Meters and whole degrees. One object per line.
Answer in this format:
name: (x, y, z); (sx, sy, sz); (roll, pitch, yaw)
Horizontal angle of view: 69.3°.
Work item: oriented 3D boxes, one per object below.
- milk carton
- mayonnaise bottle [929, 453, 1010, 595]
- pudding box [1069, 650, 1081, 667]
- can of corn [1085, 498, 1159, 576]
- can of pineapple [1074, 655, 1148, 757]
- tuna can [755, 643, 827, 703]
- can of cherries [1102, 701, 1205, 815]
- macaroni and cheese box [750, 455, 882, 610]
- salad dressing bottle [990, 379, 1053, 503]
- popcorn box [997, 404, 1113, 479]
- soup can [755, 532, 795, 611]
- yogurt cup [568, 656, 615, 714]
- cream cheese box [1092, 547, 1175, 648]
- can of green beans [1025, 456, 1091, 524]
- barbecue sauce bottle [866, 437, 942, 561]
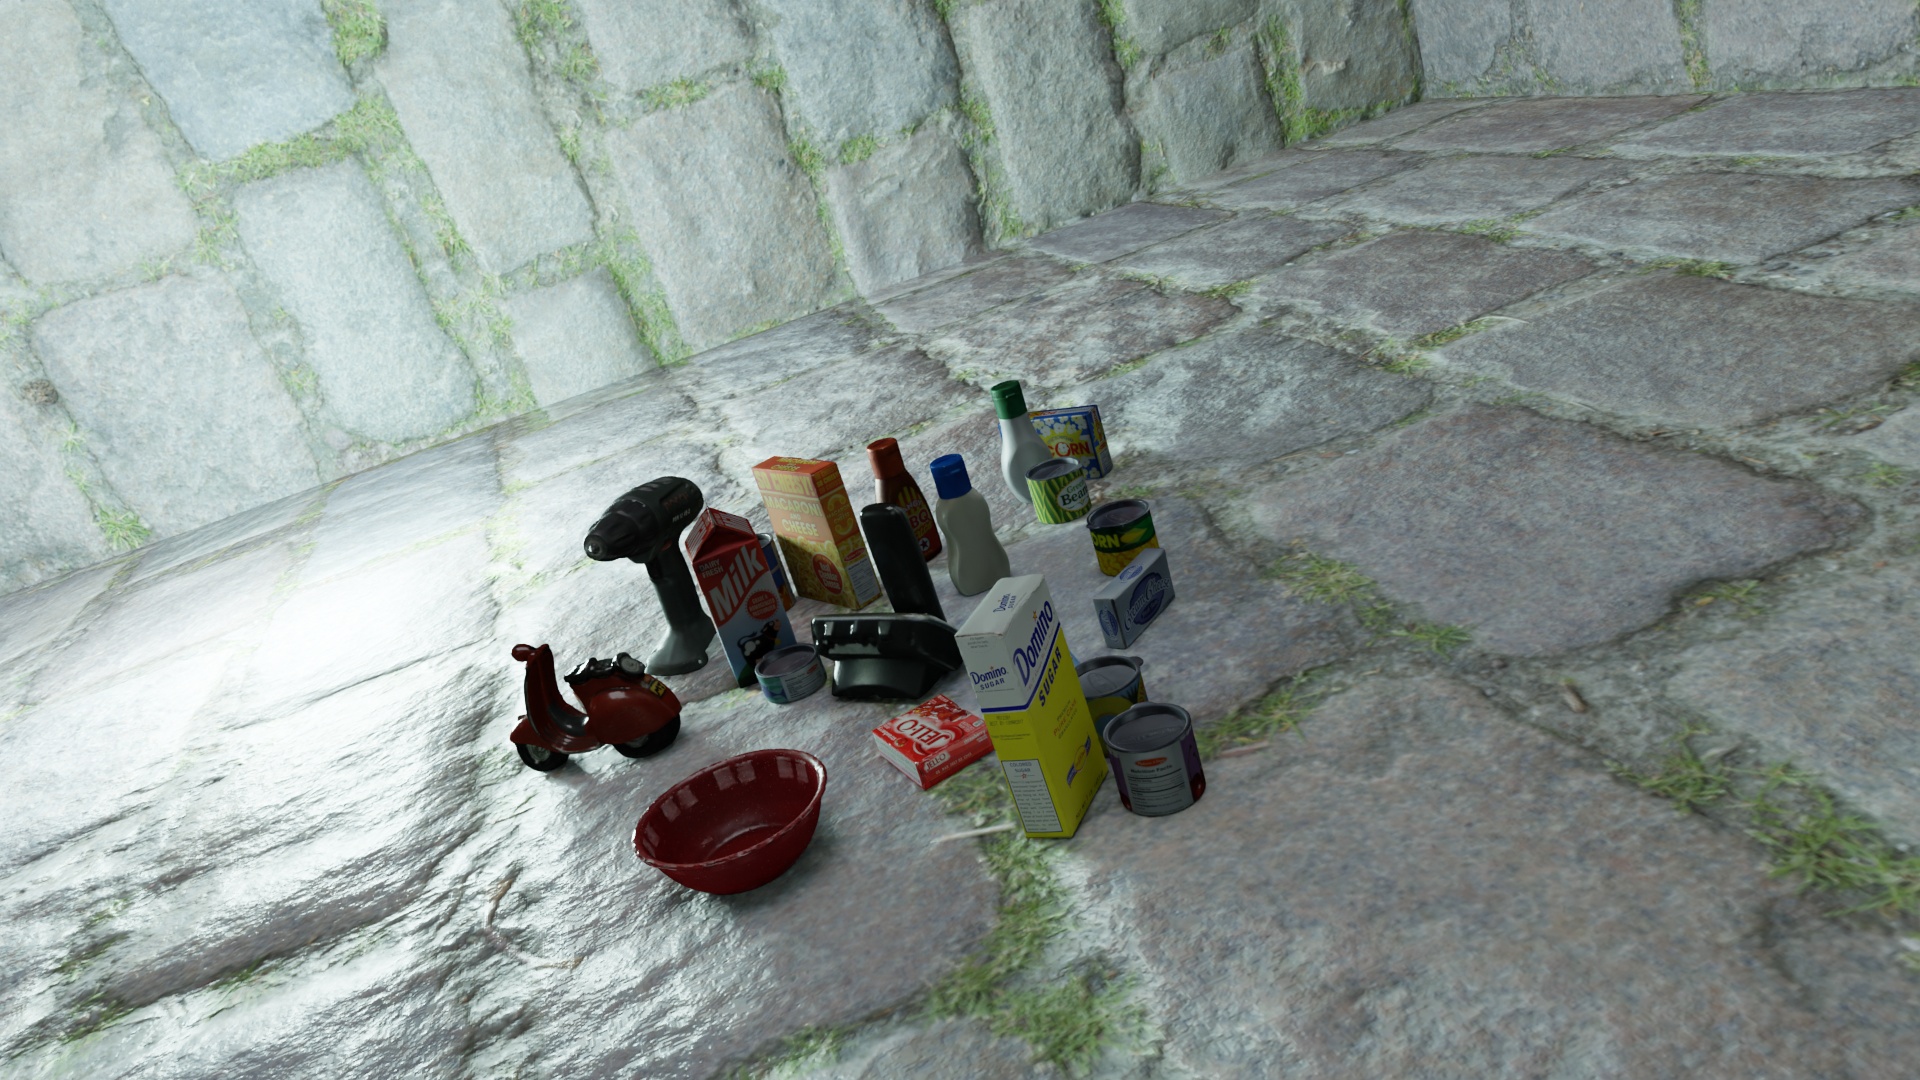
milk carton: (-0.229, 0.047, 1.430); (0.073, 0.190, 0.072); (-21, 21, -10)
mayonnaise bottle: (0.005, -0.018, 1.472); (0.065, 0.147, 0.041); (-24, 21, -17)
pudding box: (0.087, 0.118, 1.203); (0.030, 0.049, 0.084); (-20, 21, -7)
can of corn: (0.167, -0.002, 1.431); (0.071, 0.058, 0.071); (-15, 21, 6)
can of pineapple: (0.122, 0.134, 1.126); (0.071, 0.057, 0.071); (-15, 21, 6)
tuna can: (-0.170, 0.133, 1.390); (0.071, 0.032, 0.071); (-15, 21, 6)
can of cherries: (0.146, 0.162, 1.036); (0.071, 0.058, 0.072); (-15, 21, 6)
macaroni and cheese box: (-0.161, -0.011, 1.556); (0.040, 0.166, 0.123); (-32, 25, -33)
salad dressing bottle: (0.073, -0.119, 1.673); (0.064, 0.147, 0.044); (-21, 21, -8)
popcorn box: (0.118, -0.118, 1.724); (0.126, 0.085, 0.038); (-3, 25, 32)
soup can: (-0.236, 0.044, 1.593); (0.071, 0.083, 0.071); (-15, 21, 6)
yogurt cup: (-0.366, 0.159, 1.445); (0.072, 0.053, 0.072); (-15, 21, 6)
cream cheese box: (0.164, 0.053, 1.301); (0.024, 0.053, 0.104); (0, 27, 39)
can of green beans: (0.114, -0.058, 1.614); (0.071, 0.057, 0.071); (-15, 21, 6)
barbecue sauce bottle: (-0.070, -0.044, 1.594); (0.065, 0.148, 0.043); (-30, 24, -31)
